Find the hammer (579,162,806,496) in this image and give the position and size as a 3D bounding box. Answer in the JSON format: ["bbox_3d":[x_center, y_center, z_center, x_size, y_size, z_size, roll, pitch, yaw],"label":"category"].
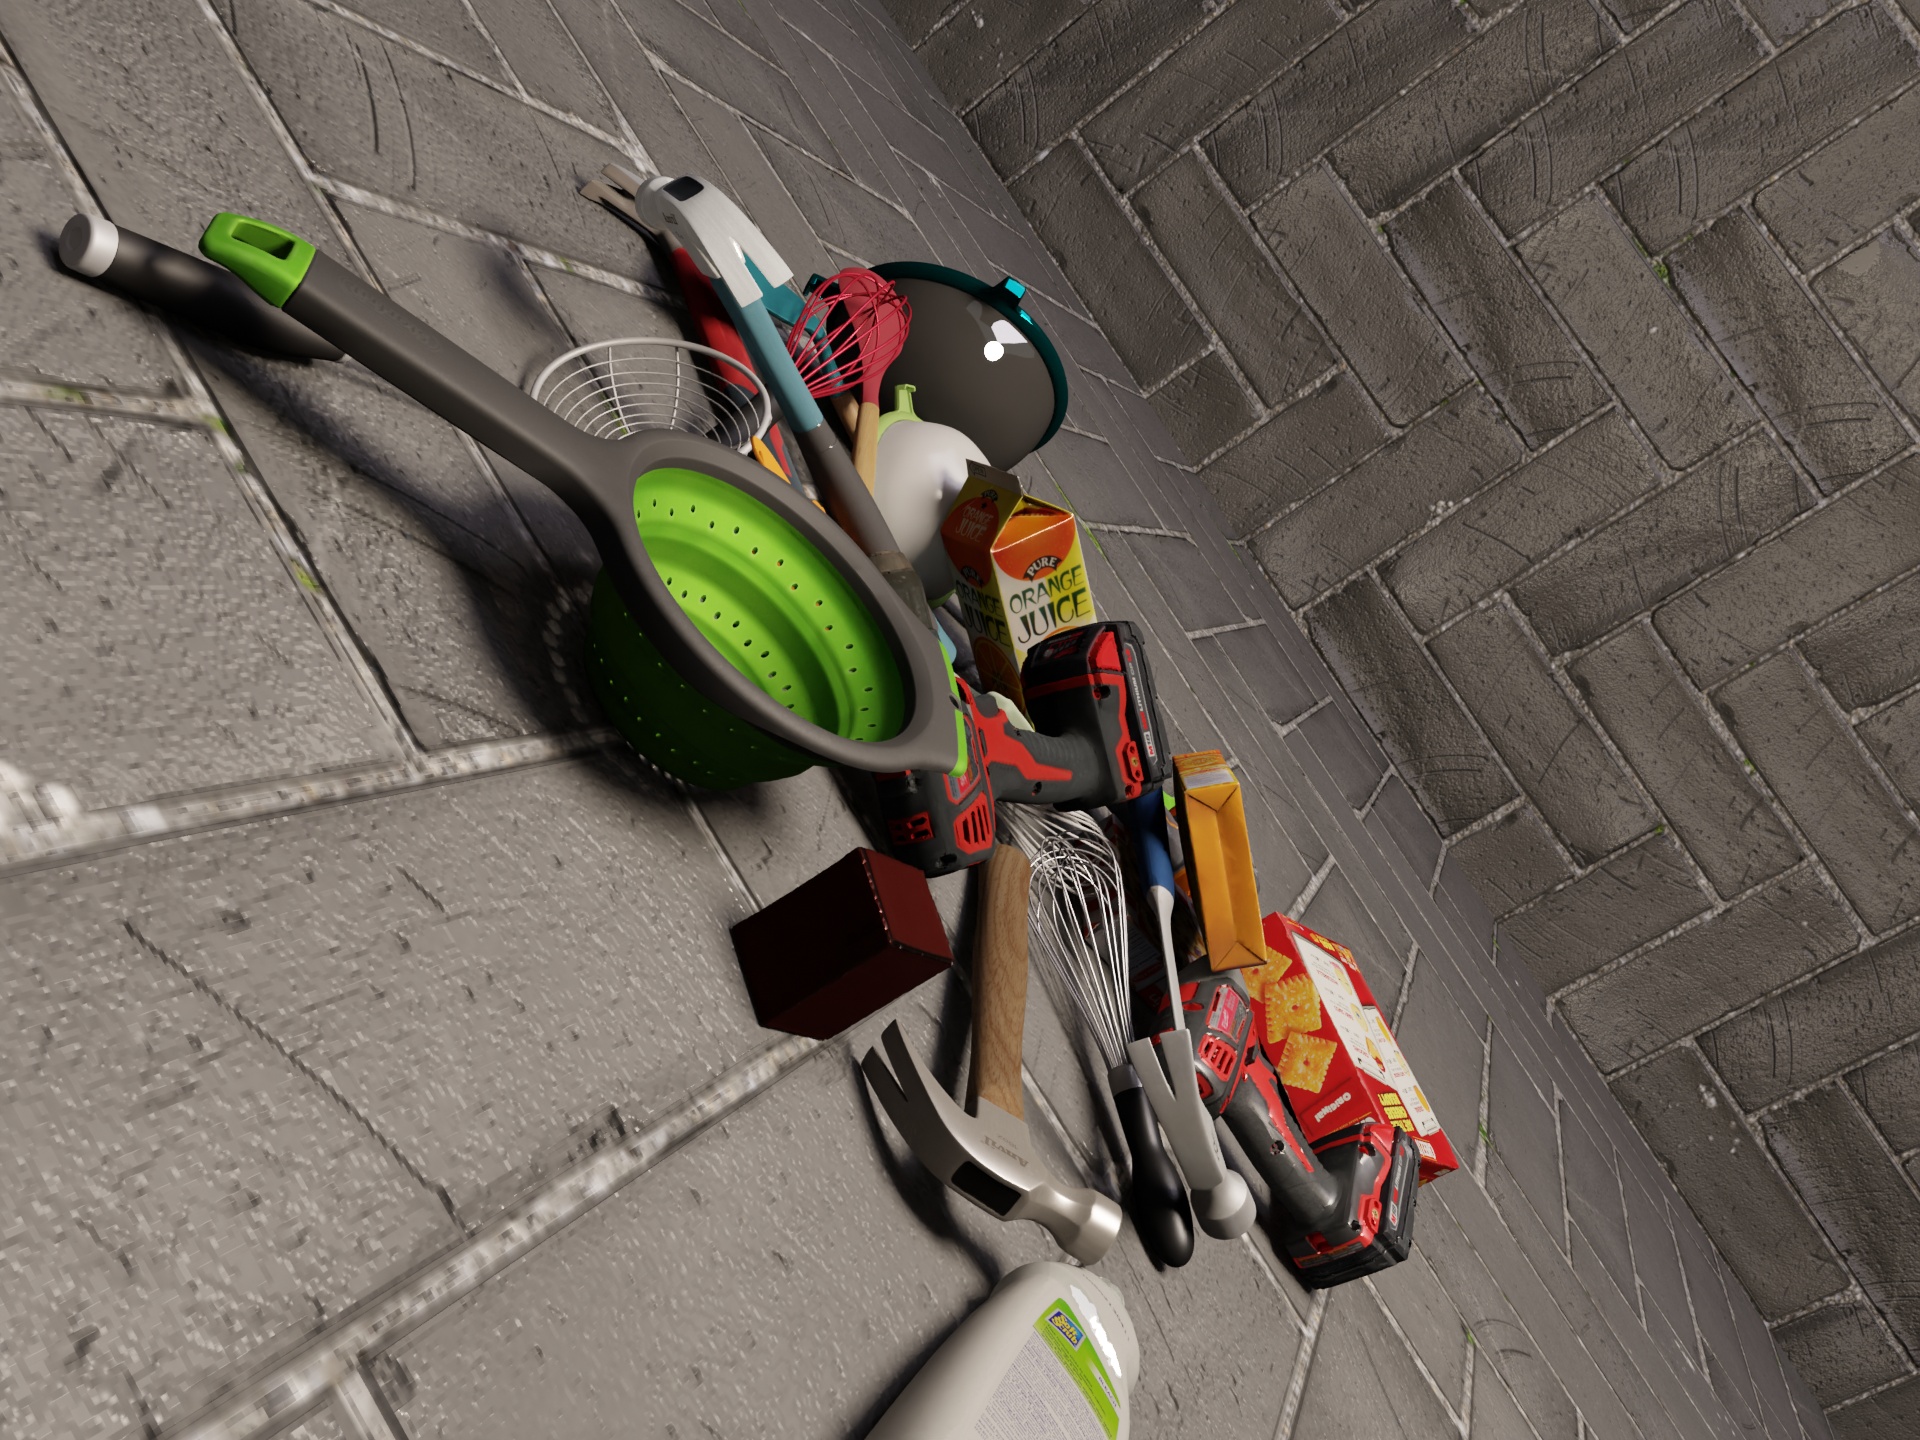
[{"bbox_3d":[-0.153,-0.218,1.076,0.143,0.038,0.387,25,35,-54],"label":"hammer"}]

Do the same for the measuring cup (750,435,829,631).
[{"bbox_3d":[-0.107,-0.099,0.893,0.173,0.052,0.095,62,14,-59],"label":"measuring cup"}]

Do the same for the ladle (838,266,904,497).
[{"bbox_3d":[-0.068,-0.199,1.117,0.069,0.031,0.316,31,51,-42],"label":"ladle"}]

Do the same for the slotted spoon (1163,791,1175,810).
[{"bbox_3d":[0.137,0.027,1.389,0.313,0.031,0.070,44,21,-25],"label":"slotted spoon"}]

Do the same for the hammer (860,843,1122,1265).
[{"bbox_3d":[0.018,0.148,0.855,0.130,0.031,0.331,33,19,-10],"label":"hammer"}]

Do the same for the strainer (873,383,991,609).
[{"bbox_3d":[0.012,-0.127,1.215,0.256,0.069,0.152,53,41,-39],"label":"strainer"}]

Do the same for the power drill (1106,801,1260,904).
[{"bbox_3d":[0.135,0.049,1.265,0.226,0.084,0.164,43,22,-21],"label":"power drill"}]

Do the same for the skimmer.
[{"bbox_3d":[-0.230,-0.184,0.748,0.127,0.090,0.363,42,13,26],"label":"skimmer"}]

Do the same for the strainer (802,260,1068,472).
[{"bbox_3d":[-0.009,-0.218,1.325,0.095,0.211,0.340,-65,149,-30],"label":"strainer"}]

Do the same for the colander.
[{"bbox_3d":[-0.170,-0.074,0.723,0.396,0.094,0.205,34,28,-31],"label":"colander"}]

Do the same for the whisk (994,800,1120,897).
[{"bbox_3d":[0.022,0.048,1.048,0.246,0.058,0.059,37,56,-34],"label":"whisk"}]

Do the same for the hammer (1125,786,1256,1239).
[{"bbox_3d":[0.127,0.117,1.011,0.406,0.035,0.143,-90,160,-53],"label":"hammer"}]

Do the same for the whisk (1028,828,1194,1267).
[{"bbox_3d":[0.094,0.189,0.966,0.070,0.070,0.285,33,34,-48],"label":"whisk"}]

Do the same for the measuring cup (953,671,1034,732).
[{"bbox_3d":[-0.002,-0.003,1.087,0.167,0.038,0.083,40,24,-32],"label":"measuring cup"}]

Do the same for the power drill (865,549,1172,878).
[{"bbox_3d":[0.024,-0.014,0.970,0.226,0.080,0.188,-11,87,-49],"label":"power drill"}]

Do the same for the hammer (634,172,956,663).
[{"bbox_3d":[-0.085,-0.165,0.942,0.128,0.033,0.330,36,-21,57],"label":"hammer"}]

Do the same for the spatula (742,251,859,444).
[{"bbox_3d":[-0.088,-0.217,1.174,0.082,0.044,0.317,-102,166,-54],"label":"spatula"}]

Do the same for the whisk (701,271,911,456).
[{"bbox_3d":[-0.109,-0.216,1.025,0.073,0.073,0.296,50,44,-16],"label":"whisk"}]

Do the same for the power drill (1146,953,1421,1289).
[{"bbox_3d":[0.212,0.260,1.071,0.219,0.078,0.143,48,34,-11],"label":"power drill"}]
